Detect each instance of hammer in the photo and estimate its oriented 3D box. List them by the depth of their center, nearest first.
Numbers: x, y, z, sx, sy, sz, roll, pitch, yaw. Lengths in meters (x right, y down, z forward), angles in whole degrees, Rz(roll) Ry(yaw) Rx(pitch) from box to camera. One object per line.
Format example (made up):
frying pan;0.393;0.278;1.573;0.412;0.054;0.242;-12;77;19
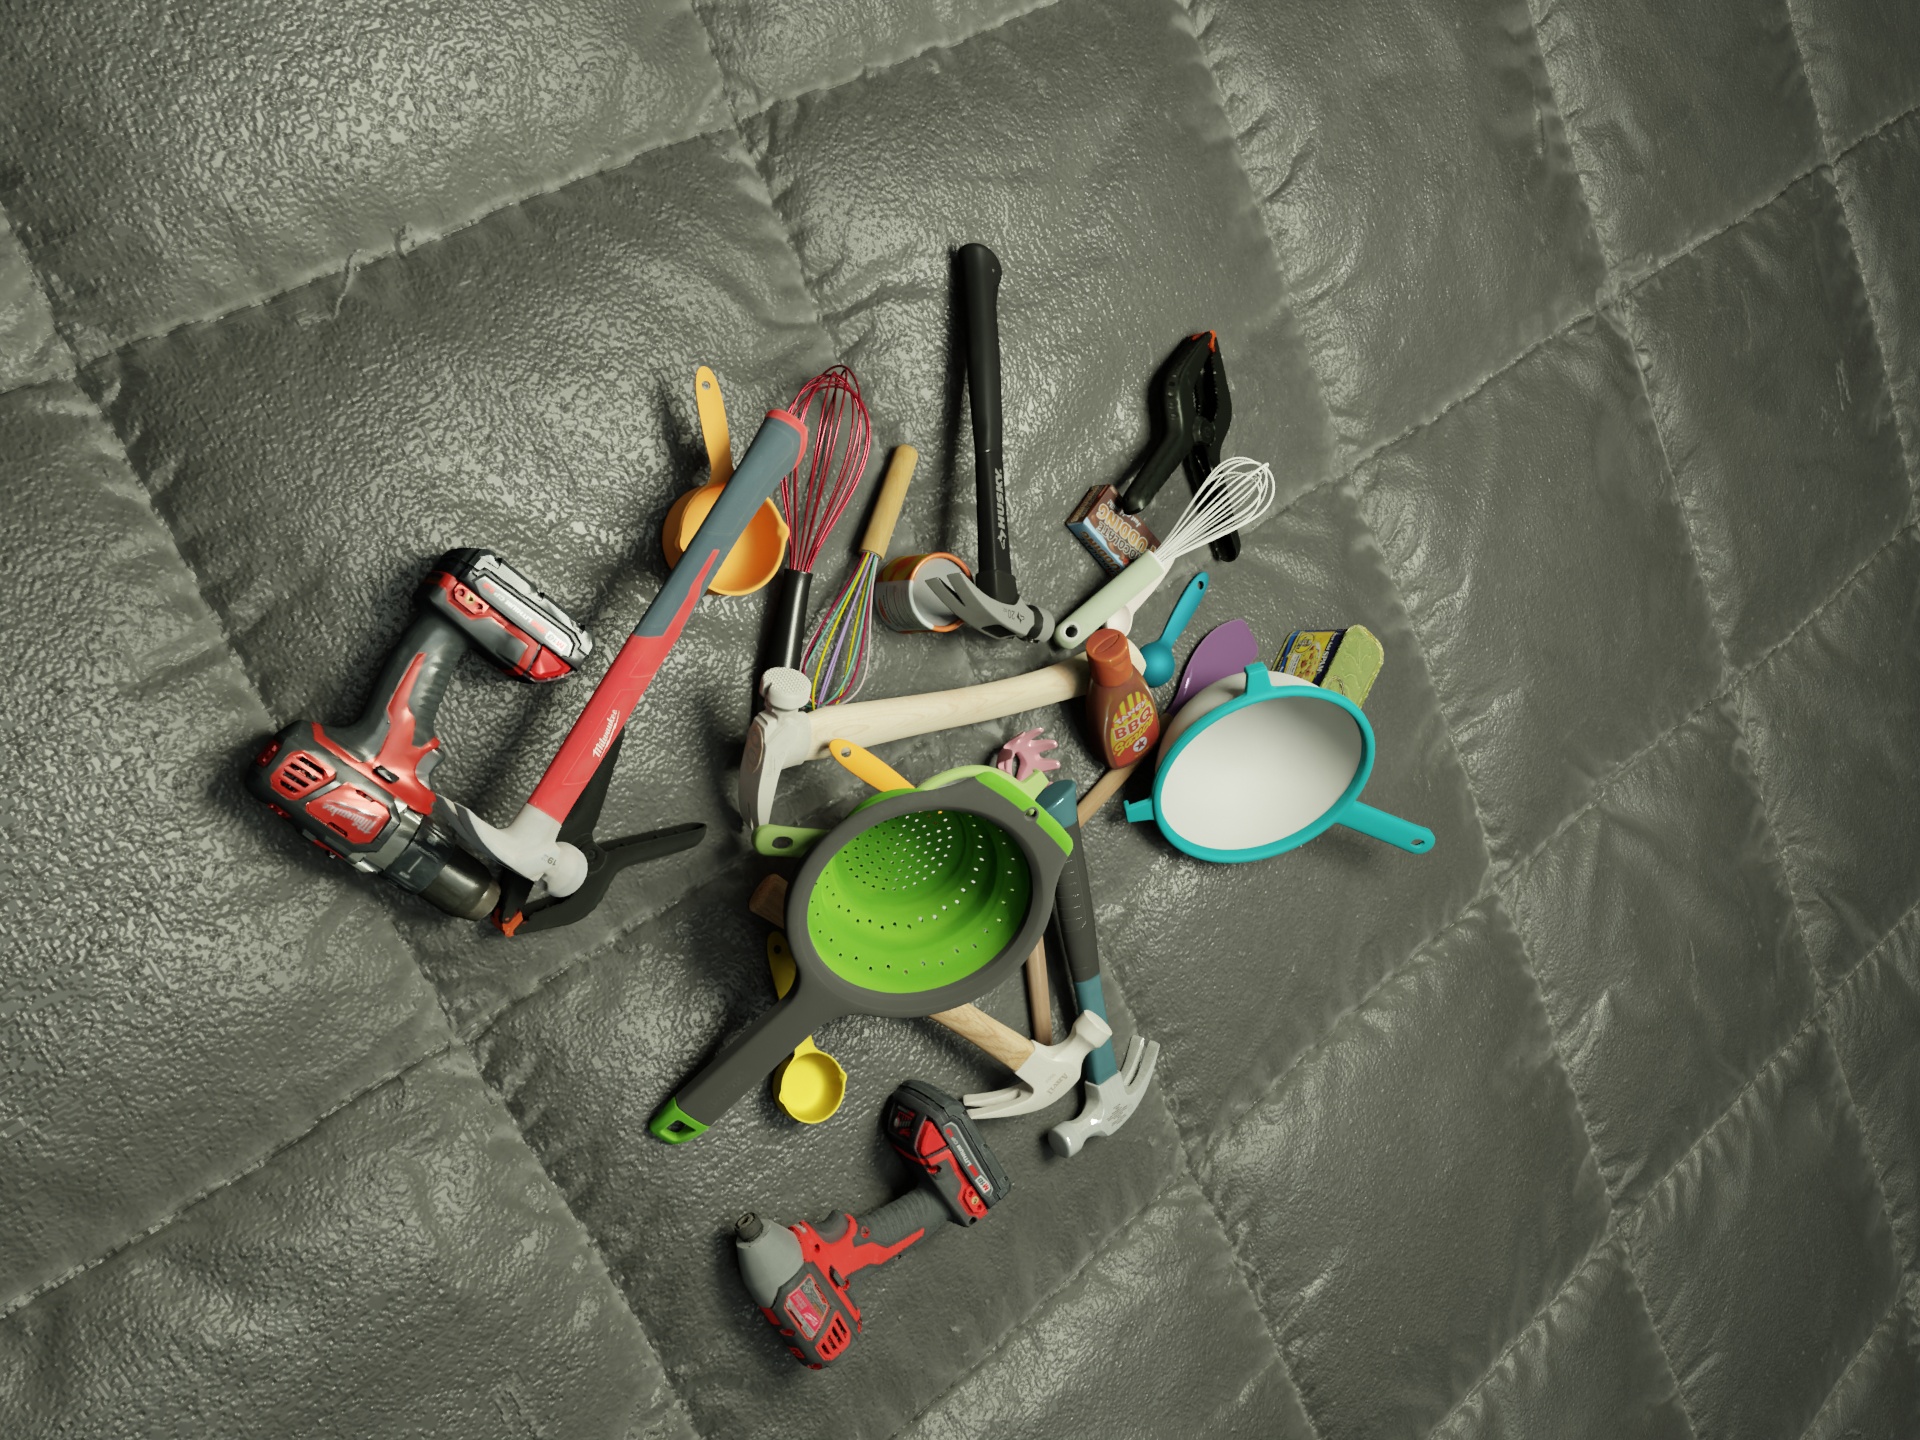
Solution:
hammer;-0.223;-0.068;1.125;0.386;0.038;0.143;-61;152;-15
hammer;-0.035;0.226;1.317;0.331;0.031;0.130;35;100;-21
hammer;0.020;-0.236;1.321;0.146;0.035;0.335;12;73;-55
hammer;-0.002;-0.004;1.336;0.410;0.038;0.146;-13;131;-38
hammer;0.108;0.214;1.406;0.128;0.033;0.331;-22;110;-37

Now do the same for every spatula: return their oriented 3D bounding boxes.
spatula;0.178;0.013;1.479;0.316;0.018;0.059;-45;118;-24

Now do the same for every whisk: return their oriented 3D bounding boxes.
whisk;-0.124;-0.137;1.261;0.073;0.073;0.296;10;91;-32
whisk;-0.080;-0.114;1.301;0.047;0.051;0.245;30;71;-38
whisk;0.180;-0.147;1.415;0.246;0.059;0.058;-40;84;3

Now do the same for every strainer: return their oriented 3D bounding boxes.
strainer;-0.058;0.096;1.302;0.256;0.069;0.151;6;104;-28
strainer;0.317;0.046;1.500;0.340;0.095;0.211;21;121;-31

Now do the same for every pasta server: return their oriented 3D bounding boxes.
pasta server;0.066;0.163;1.399;0.060;0.040;0.316;-12;100;-40

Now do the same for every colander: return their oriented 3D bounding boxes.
colander;-0.097;0.174;1.226;0.397;0.095;0.204;-43;121;10

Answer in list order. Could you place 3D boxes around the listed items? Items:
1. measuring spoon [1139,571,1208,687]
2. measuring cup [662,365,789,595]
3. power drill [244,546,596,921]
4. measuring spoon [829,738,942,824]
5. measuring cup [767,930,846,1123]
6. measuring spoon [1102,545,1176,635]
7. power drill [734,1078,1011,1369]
measuring spoon;0.207;-0.087;1.491;0.042;0.021;0.129;39;73;-27
measuring cup;-0.192;-0.180;1.220;0.095;0.052;0.173;-12;96;-32
power drill;-0.353;0.012;1.110;0.187;0.080;0.227;42;73;-26
measuring spoon;-0.056;0.048;1.242;0.116;0.011;0.021;36;83;-24
measuring cup;-0.137;0.248;1.287;0.062;0.029;0.156;-12;86;-33
measuring spoon;0.164;-0.122;1.472;0.124;0.018;0.034;-51;128;-28
power drill;-0.078;0.403;1.296;0.220;0.078;0.143;-39;110;-23
